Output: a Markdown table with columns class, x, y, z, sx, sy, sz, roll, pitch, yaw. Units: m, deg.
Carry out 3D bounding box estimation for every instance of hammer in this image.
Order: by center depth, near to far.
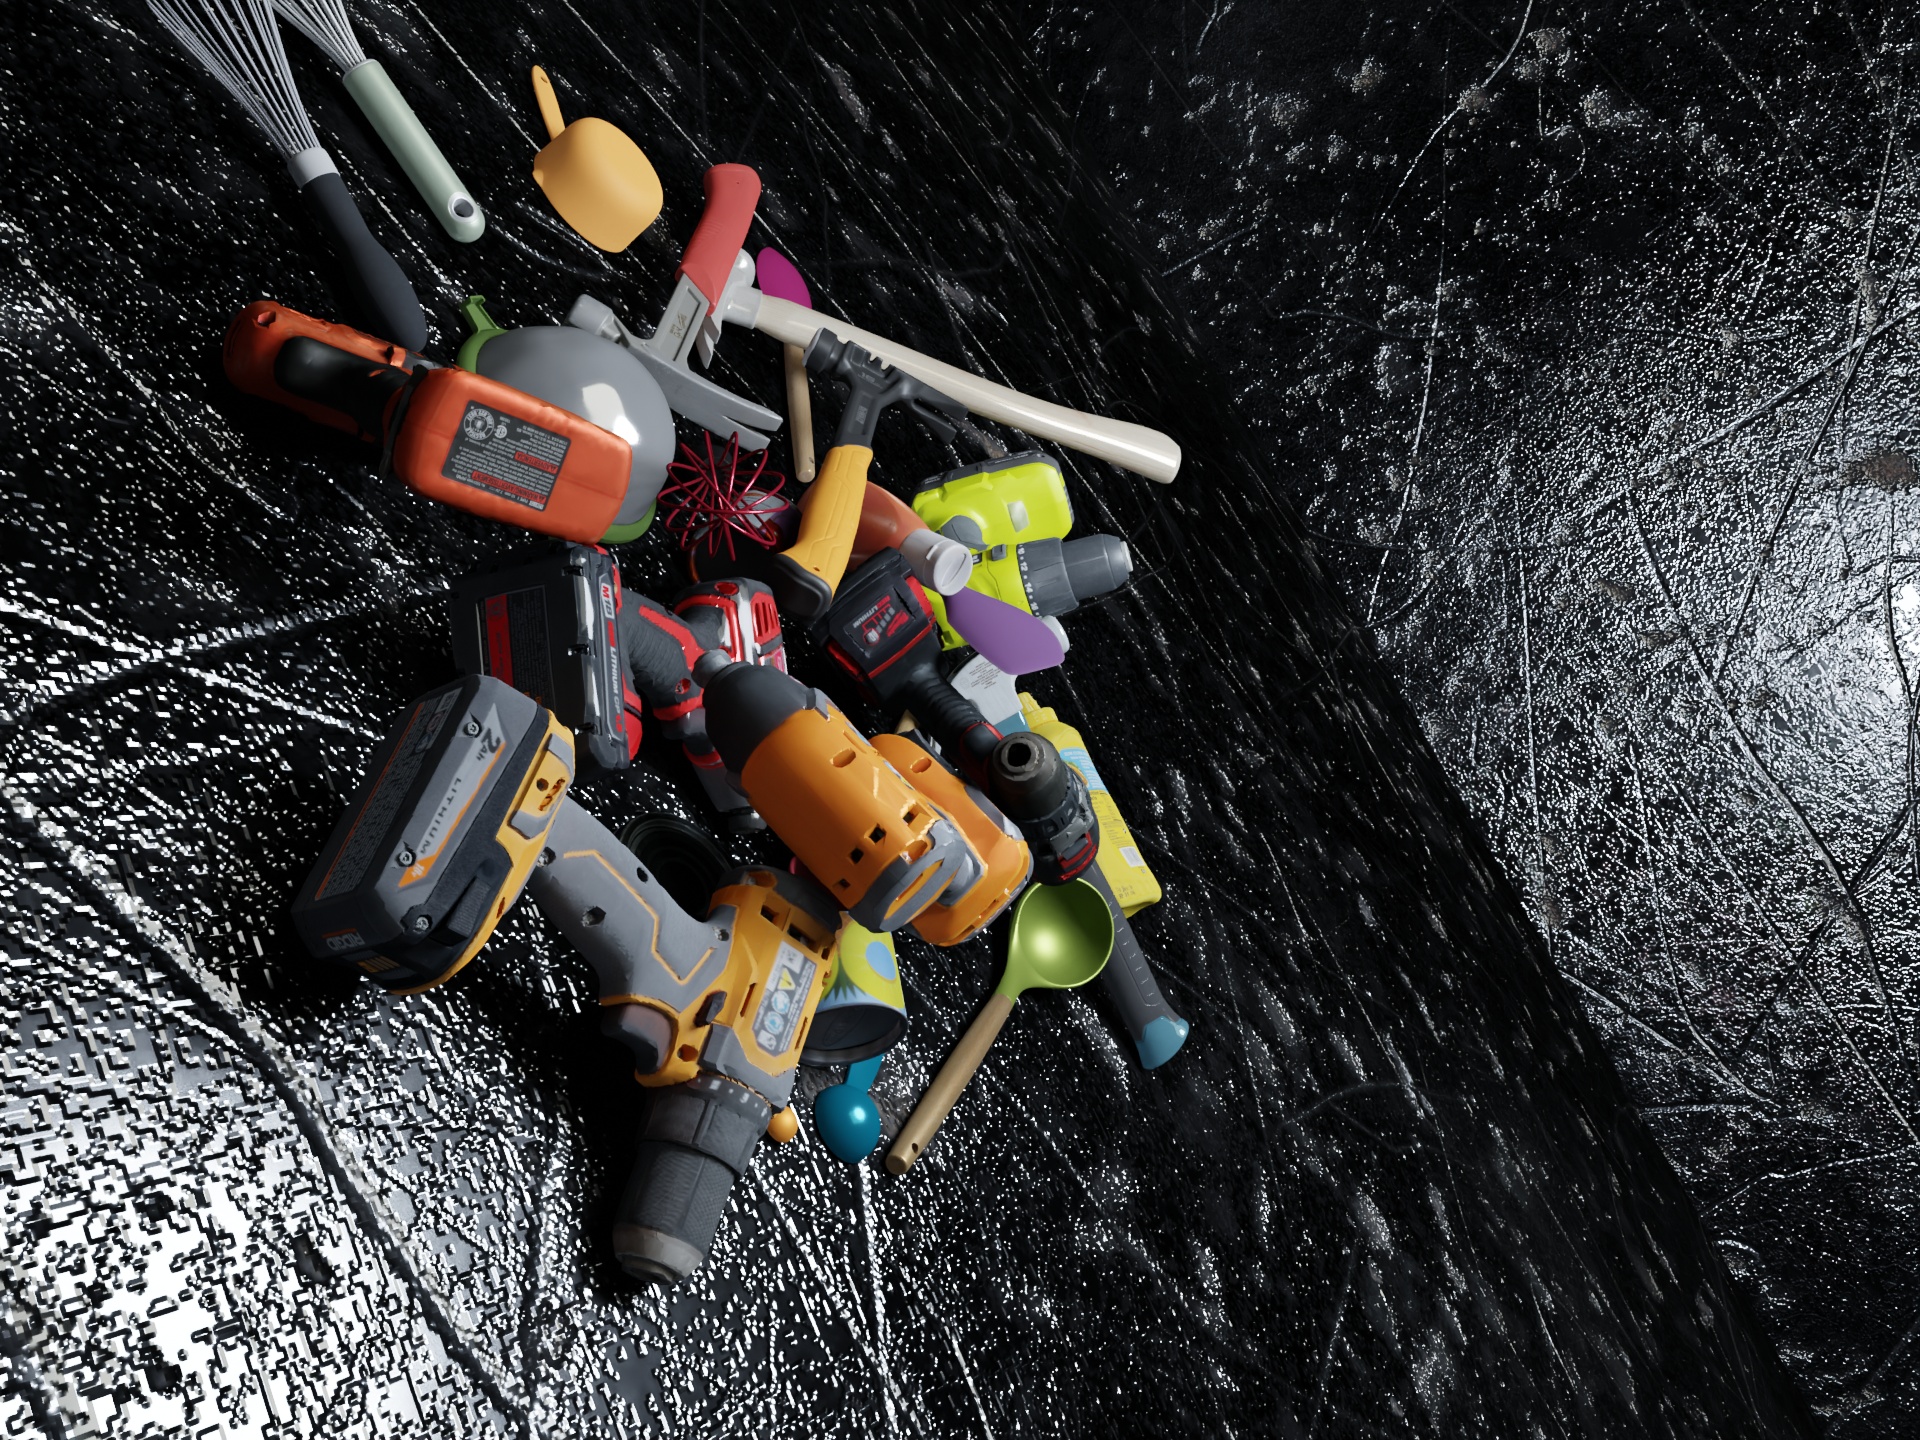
| class | x | y | z | sx | sy | sz | roll | pitch | yaw |
| --- | --- | --- | --- | --- | --- | --- | --- | --- | --- |
| hammer | -0.070 | -0.161 | 1.053 | 0.127 | 0.034 | 0.337 | 27 | 33 | -12 |
| hammer | 0.081 | 0.099 | 1.146 | 0.331 | 0.128 | 0.033 | 64 | -8 | -8 |
| hammer | -0.178 | -0.321 | 1.155 | 0.149 | 0.036 | 0.359 | 29 | 34 | -17 |
| hammer | -0.010 | -0.264 | 1.268 | 0.410 | 0.038 | 0.146 | 17 | 38 | -16 |

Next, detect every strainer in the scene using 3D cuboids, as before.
| class | x | y | z | sx | sy | sz | roll | pitch | yaw |
| --- | --- | --- | --- | --- | --- | --- | --- | --- | --- |
| strainer | -0.210 | -0.145 | 0.912 | 0.151 | 0.069 | 0.257 | 34 | 31 | -43 |

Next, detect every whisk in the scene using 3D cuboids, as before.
| class | x | y | z | sx | sy | sz | roll | pitch | yaw |
| --- | --- | --- | --- | --- | --- | --- | --- | --- | --- |
| whisk | -0.366 | -0.325 | 0.859 | 0.284 | 0.070 | 0.070 | 61 | 23 | -5 |
| whisk | -0.147 | -0.144 | 0.951 | 0.073 | 0.073 | 0.296 | 49 | 1 | -18 |
| whisk | -0.367 | -0.397 | 0.958 | 0.058 | 0.059 | 0.246 | -41 | 104 | -29 |

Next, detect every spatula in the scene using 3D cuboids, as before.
| class | x | y | z | sx | sy | sz | roll | pitch | yaw |
| --- | --- | --- | --- | --- | --- | --- | --- | --- | --- |
| spatula | -0.023 | -0.109 | 1.131 | 0.059 | 0.018 | 0.316 | -16 | 37 | -26 |

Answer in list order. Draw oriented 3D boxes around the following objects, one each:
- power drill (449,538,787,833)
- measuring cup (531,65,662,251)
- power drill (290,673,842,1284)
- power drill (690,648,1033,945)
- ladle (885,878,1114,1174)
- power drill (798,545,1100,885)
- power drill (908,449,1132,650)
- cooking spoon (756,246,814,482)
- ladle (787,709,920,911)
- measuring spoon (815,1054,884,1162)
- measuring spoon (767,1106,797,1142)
| class | x | y | z | sx | sy | sz | roll | pitch | yaw |
| --- | --- | --- | --- | --- | --- | --- | --- | --- | --- |
| power drill | -0.159 | -0.012 | 0.824 | 0.219 | 0.078 | 0.143 | 9 | 73 | -67 |
| measuring cup | -0.272 | -0.426 | 1.161 | 0.095 | 0.052 | 0.174 | 13 | 51 | -58 |
| power drill | -0.157 | 0.111 | 0.663 | 0.226 | 0.084 | 0.185 | 41 | 51 | -32 |
| power drill | -0.051 | 0.040 | 0.828 | 0.164 | 0.084 | 0.226 | 45 | 2 | 18 |
| ladle | 0.027 | 0.184 | 0.985 | 0.078 | 0.062 | 0.320 | 60 | 26 | -6 |
| power drill | -0.002 | -0.003 | 0.994 | 0.227 | 0.080 | 0.187 | 48 | -6 | 22 |
| power drill | 0.033 | -0.132 | 1.228 | 0.229 | 0.190 | 0.080 | -85 | 158 | -62 |
| cooking spoon | -0.136 | -0.298 | 1.310 | 0.068 | 0.017 | 0.319 | 37 | 30 | -38 |
| ladle | -0.057 | 0.057 | 1.013 | 0.069 | 0.031 | 0.316 | 46 | 23 | -12 |
| measuring spoon | -0.047 | 0.188 | 0.871 | 0.042 | 0.021 | 0.129 | 51 | 25 | -16 |
| measuring spoon | -0.115 | 0.159 | 0.789 | 0.117 | 0.011 | 0.021 | 56 | 23 | -1 |
